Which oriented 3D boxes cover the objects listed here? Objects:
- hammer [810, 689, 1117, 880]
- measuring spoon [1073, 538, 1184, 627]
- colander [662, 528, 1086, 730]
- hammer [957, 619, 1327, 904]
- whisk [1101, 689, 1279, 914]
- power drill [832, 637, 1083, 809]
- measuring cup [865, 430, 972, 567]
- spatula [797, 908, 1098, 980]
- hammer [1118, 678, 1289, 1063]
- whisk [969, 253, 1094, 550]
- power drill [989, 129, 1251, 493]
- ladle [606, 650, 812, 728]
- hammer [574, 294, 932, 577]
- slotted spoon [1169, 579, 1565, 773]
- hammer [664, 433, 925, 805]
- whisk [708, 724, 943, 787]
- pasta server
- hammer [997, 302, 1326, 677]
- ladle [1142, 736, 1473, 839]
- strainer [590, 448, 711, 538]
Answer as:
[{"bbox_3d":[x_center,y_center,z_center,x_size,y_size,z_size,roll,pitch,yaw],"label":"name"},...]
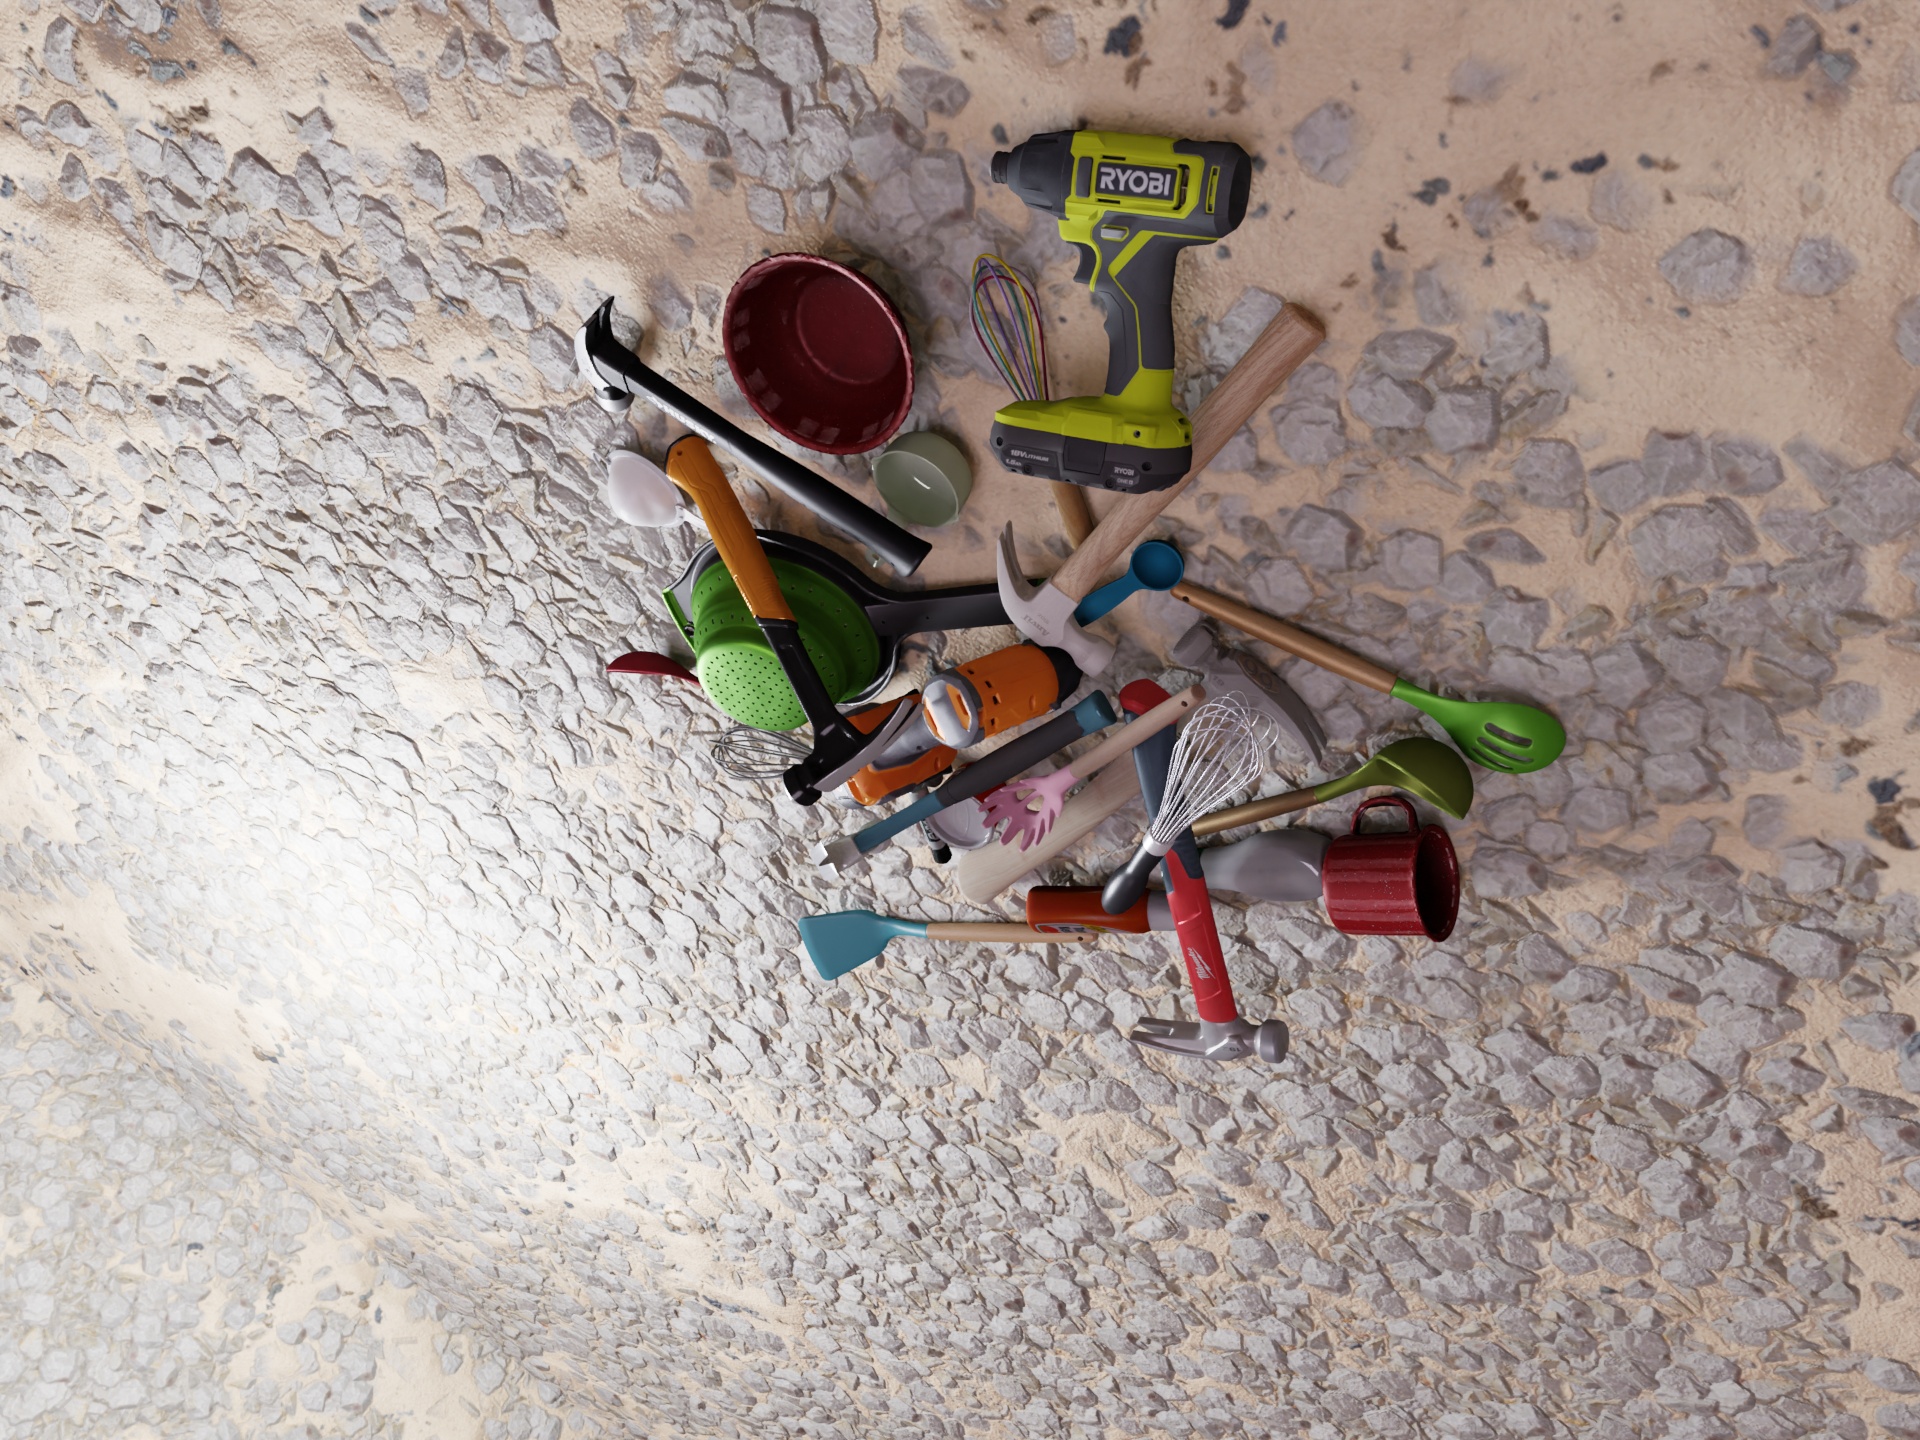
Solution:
[{"bbox_3d":[-0.001,0.056,1.323,0.331,0.128,0.033,-31,86,35],"label":"hammer"},{"bbox_3d":[0.123,-0.104,1.244,0.128,0.021,0.042,-31,106,38],"label":"measuring spoon"},{"bbox_3d":[-0.088,-0.063,1.334,0.397,0.095,0.204,-4,133,27],"label":"colander"},{"bbox_3d":[0.131,0.070,1.376,0.146,0.038,0.410,41,135,-7],"label":"hammer"},{"bbox_3d":[0.168,0.075,1.235,0.070,0.070,0.284,30,139,5],"label":"whisk"},{"bbox_3d":[-0.002,-0.004,1.322,0.226,0.164,0.084,-27,86,50],"label":"power drill"},{"bbox_3d":[-0.042,-0.174,1.284,0.083,0.038,0.167,35,150,-3],"label":"measuring cup"},{"bbox_3d":[-0.012,0.217,1.568,0.317,0.044,0.082,-4,119,31],"label":"spatula"},{"bbox_3d":[0.175,0.136,1.340,0.143,0.038,0.386,0,124,29],"label":"hammer"},{"bbox_3d":[0.058,-0.228,1.173,0.047,0.051,0.244,-6,125,26],"label":"whisk"},{"bbox_3d":[0.092,-0.275,1.063,0.171,0.080,0.223,14,111,22],"label":"power drill"},{"bbox_3d":[-0.183,-0.015,1.483,0.315,0.069,0.031,18,93,11],"label":"ladle"},{"bbox_3d":[-0.165,-0.214,1.250,0.335,0.035,0.146,34,164,9],"label":"hammer"},{"bbox_3d":[0.302,-0.036,1.201,0.314,0.031,0.070,26,139,11],"label":"slotted spoon"},{"bbox_3d":[-0.152,-0.102,1.280,0.127,0.034,0.337,-37,67,18],"label":"hammer"},{"bbox_3d":[-0.128,0.038,1.490,0.239,0.055,0.055,7,128,19],"label":"whisk"},{"bbox_3d":[0.103,0.037,1.270,0.060,0.040,0.316,43,149,-5],"label":"pasta server"},{"bbox_3d":[0.140,-0.171,1.153,0.130,0.031,0.331,35,128,-8],"label":"hammer"},{"bbox_3d":[0.266,0.075,1.279,0.078,0.062,0.320,36,144,-28],"label":"ladle"},{"bbox_3d":[-0.219,-0.168,1.380,0.258,0.050,0.086,24,149,6],"label":"strainer"}]
